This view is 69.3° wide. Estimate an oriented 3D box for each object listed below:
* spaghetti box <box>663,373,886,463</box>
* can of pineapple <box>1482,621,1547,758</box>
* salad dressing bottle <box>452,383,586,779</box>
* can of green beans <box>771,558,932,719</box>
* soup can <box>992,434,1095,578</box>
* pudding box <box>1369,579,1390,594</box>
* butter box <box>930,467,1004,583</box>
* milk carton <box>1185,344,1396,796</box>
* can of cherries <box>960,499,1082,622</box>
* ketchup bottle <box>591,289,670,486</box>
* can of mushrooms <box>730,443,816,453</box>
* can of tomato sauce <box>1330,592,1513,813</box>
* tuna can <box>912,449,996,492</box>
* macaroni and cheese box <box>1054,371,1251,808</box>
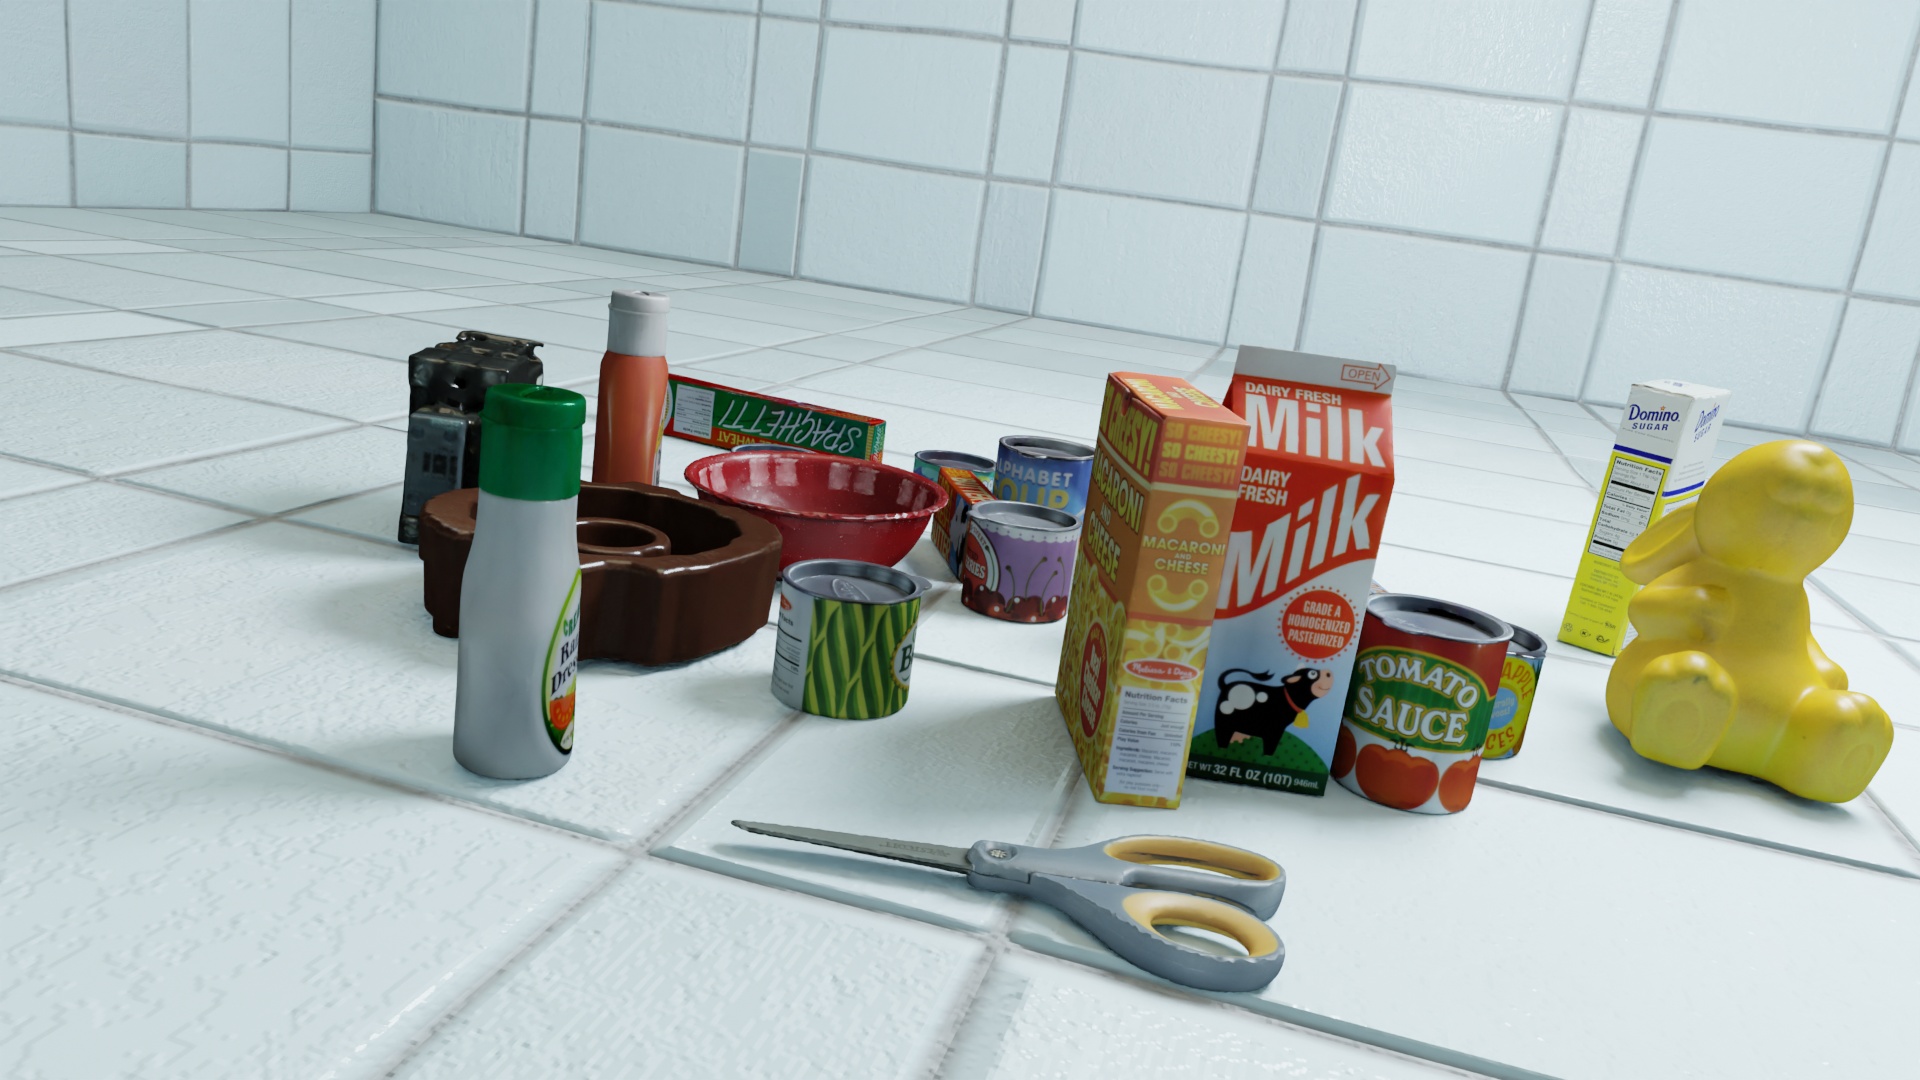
[{"bbox_3d":[-0.176,-0.098,1.154,0.250,0.050,0.029,14,15,23],"label":"spaghetti box"},{"bbox_3d":[0.259,0.073,0.709,0.071,0.057,0.071,7,14,-2],"label":"can of pineapple"},{"bbox_3d":[-0.167,0.016,0.531,0.044,0.147,0.064,7,14,-5],"label":"salad dressing bottle"},{"bbox_3d":[-0.054,0.045,0.653,0.071,0.057,0.071,7,14,-2],"label":"can of green beans"},{"bbox_3d":[0.051,-0.022,0.911,0.071,0.083,0.071,7,14,-2],"label":"soup can"},{"bbox_3d":[0.227,0.046,0.811,0.030,0.049,0.084,6,14,-7],"label":"pudding box"},{"bbox_3d":[0.003,-0.011,0.909,0.024,0.053,0.104,4,15,-13],"label":"butter box"},{"bbox_3d":[0.142,0.010,0.626,0.072,0.190,0.073,8,14,2],"label":"milk carton"},{"bbox_3d":[0.033,0.012,0.825,0.071,0.058,0.072,7,14,-2],"label":"can of cherries"},{"bbox_3d":[-0.210,-0.084,0.885,0.043,0.148,0.065,4,15,-16],"label":"ketchup bottle"},{"bbox_3d":[-0.136,-0.048,1.015,0.071,0.033,0.071,7,14,-2],"label":"can of mushrooms"},{"bbox_3d":[0.207,0.073,0.631,0.071,0.083,0.071,7,14,-2],"label":"can of tomato sauce"},{"bbox_3d":[-0.003,-0.047,1.083,0.071,0.032,0.071,7,14,-2],"label":"tuna can"},{"bbox_3d":[0.080,0.016,0.619,0.040,0.166,0.124,6,14,-6],"label":"macaroni and cheese box"}]
